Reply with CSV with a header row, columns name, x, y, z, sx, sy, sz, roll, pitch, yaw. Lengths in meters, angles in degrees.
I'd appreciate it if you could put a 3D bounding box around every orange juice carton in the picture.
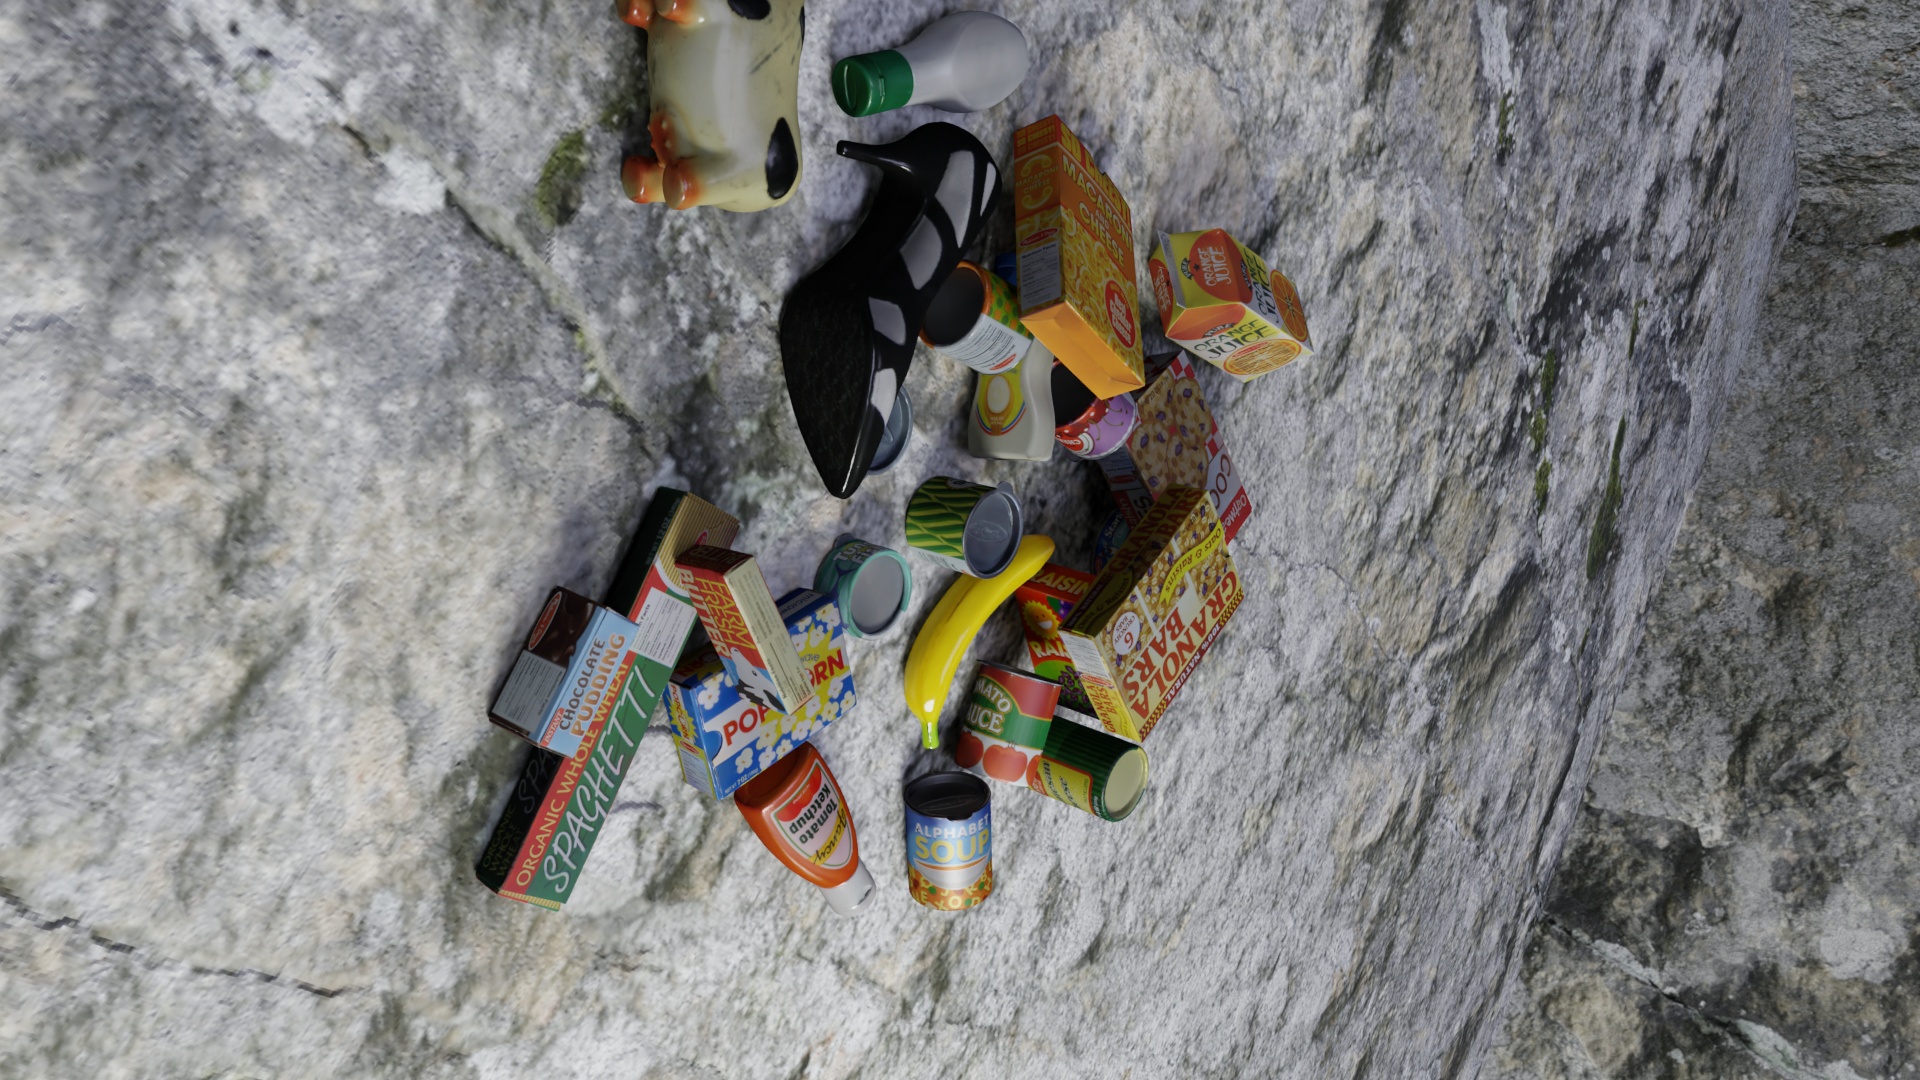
name,x,y,z,sx,sy,sz,roll,pitch,yaw
orange juice carton,0.222,-0.201,1.177,0.193,0.073,0.072,16,59,-51

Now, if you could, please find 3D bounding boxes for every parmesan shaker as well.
name,x,y,z,sx,sy,sz,roll,pitch,yaw
parmesan shaker,0.093,0.181,1.135,0.071,0.103,0.071,-19,116,-46

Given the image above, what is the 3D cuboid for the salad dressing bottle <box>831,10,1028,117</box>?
name,x,y,z,sx,sy,sz,roll,pitch,yaw
salad dressing bottle,-0.018,-0.305,0.900,0.148,0.044,0.064,-29,124,-41

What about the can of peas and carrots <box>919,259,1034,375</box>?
name,x,y,z,sx,sy,sz,roll,pitch,yaw
can of peas and carrots,0.009,-0.156,0.963,0.059,0.071,0.071,19,87,-50

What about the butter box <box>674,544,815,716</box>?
name,x,y,z,sx,sy,sz,roll,pitch,yaw
butter box,-0.126,0.052,0.817,0.024,0.053,0.103,-40,122,-33

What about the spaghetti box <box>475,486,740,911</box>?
name,x,y,z,sx,sy,sz,roll,pitch,yaw
spaghetti box,-0.204,0.090,0.811,0.050,0.029,0.250,36,74,-49

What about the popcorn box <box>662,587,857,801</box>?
name,x,y,z,sx,sy,sz,roll,pitch,yaw
popcorn box,-0.128,0.096,0.896,0.127,0.038,0.084,-33,126,-40

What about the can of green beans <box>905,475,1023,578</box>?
name,x,y,z,sx,sy,sz,roll,pitch,yaw
can of green beans,0.003,-0.010,1.004,0.071,0.058,0.071,-19,116,-46

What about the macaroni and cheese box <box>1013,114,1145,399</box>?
name,x,y,z,sx,sy,sz,roll,pitch,yaw
macaroni and cheese box,0.086,-0.204,1.002,0.123,0.040,0.167,35,47,-49

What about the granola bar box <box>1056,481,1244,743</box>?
name,x,y,z,sx,sy,sz,roll,pitch,yaw
granola bar box,0.153,0.055,1.080,0.166,0.039,0.123,-49,133,-27

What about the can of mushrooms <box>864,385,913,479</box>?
name,x,y,z,sx,sy,sz,roll,pitch,yaw
can of mushrooms,-0.066,-0.076,0.921,0.071,0.033,0.070,-20,116,-46

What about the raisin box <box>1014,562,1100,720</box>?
name,x,y,z,sx,sy,sz,roll,pitch,yaw
raisin box,0.097,0.083,1.124,0.040,0.086,0.122,-40,129,-33

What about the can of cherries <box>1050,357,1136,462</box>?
name,x,y,z,sx,sy,sz,roll,pitch,yaw
can of cherries,0.093,-0.102,1.078,0.058,0.071,0.071,34,75,-49

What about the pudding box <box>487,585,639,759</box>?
name,x,y,z,sx,sy,sz,roll,pitch,yaw
pudding box,-0.220,0.072,0.770,0.030,0.050,0.084,39,71,-50

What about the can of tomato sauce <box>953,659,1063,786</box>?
name,x,y,z,sx,sy,sz,roll,pitch,yaw
can of tomato sauce,0.035,0.142,1.084,0.071,0.071,0.083,18,88,-51

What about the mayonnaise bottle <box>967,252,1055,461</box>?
name,x,y,z,sx,sy,sz,roll,pitch,yaw
mayonnaise bottle,0.039,-0.132,1.008,0.041,0.065,0.148,2,91,-53

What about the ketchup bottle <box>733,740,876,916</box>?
name,x,y,z,sx,sy,sz,roll,pitch,yaw
ketchup bottle,-0.101,0.203,0.958,0.065,0.043,0.148,-49,135,-29

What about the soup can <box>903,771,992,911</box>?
name,x,y,z,sx,sy,sz,roll,pitch,yaw
soup can,-0.008,0.230,1.055,0.071,0.071,0.083,-23,118,-44

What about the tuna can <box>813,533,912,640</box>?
name,x,y,z,sx,sy,sz,roll,pitch,yaw
tuna can,-0.066,0.032,0.954,0.071,0.033,0.070,-20,117,-46

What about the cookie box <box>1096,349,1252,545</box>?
name,x,y,z,sx,sy,sz,roll,pitch,yaw
cookie box,0.179,-0.058,1.175,0.123,0.040,0.167,-47,119,-39
